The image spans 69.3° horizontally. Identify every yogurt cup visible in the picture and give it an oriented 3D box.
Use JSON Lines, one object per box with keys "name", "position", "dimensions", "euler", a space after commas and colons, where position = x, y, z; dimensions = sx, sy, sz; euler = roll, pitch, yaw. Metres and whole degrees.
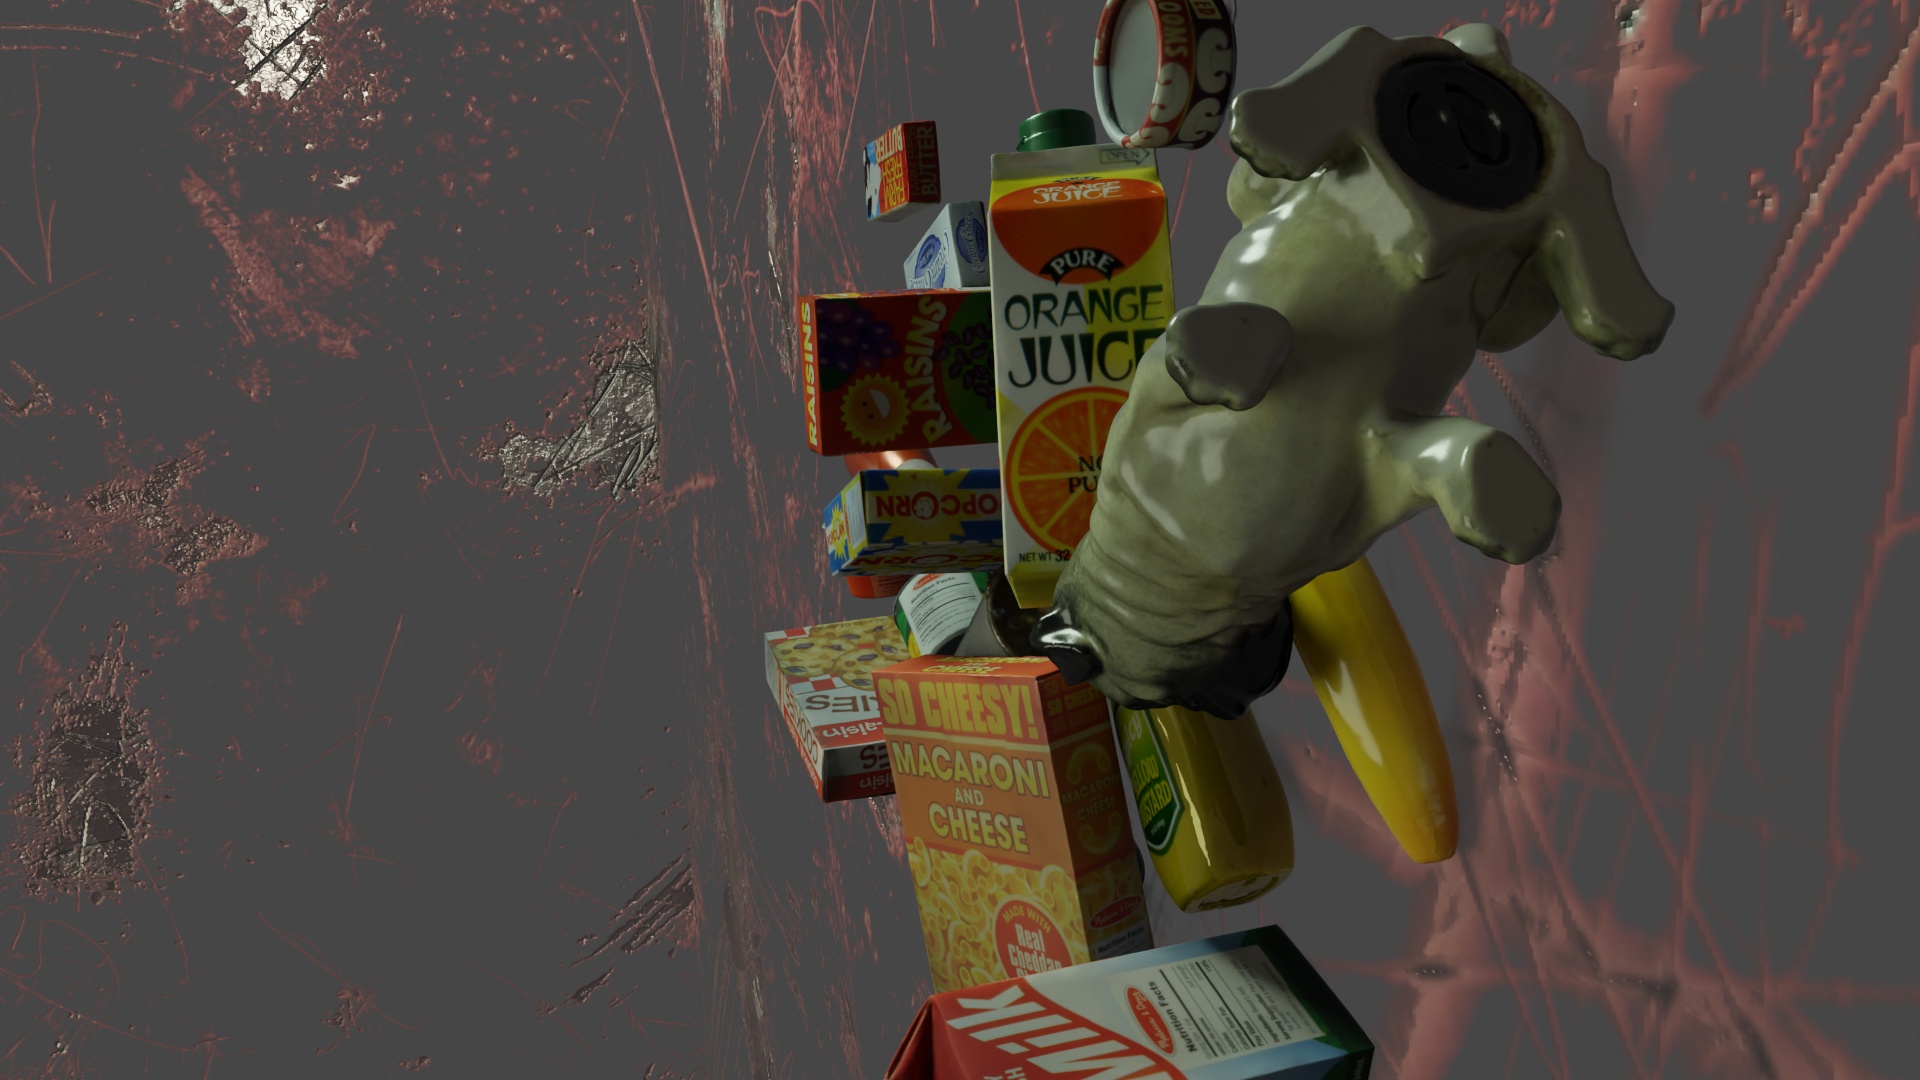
{"name": "yogurt cup", "position": [-0.055, 0.008, 0.984], "dimensions": [0.072, 0.072, 0.053], "euler": [-151, 50, -68]}

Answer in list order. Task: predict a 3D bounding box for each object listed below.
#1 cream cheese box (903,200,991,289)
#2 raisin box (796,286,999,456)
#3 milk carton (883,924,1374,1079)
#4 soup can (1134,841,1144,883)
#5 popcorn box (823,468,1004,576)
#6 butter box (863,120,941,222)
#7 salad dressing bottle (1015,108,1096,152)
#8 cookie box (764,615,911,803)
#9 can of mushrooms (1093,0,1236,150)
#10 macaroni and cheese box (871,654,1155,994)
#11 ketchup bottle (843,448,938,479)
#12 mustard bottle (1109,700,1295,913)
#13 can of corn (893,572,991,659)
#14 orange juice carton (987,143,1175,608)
{"name": "cream cheese box", "position": [-0.008, -0.163, 0.849], "dimensions": [0.103, 0.024, 0.053], "euler": [151, 111, -71]}
{"name": "raisin box", "position": [-0.023, -0.094, 0.755], "dimensions": [0.040, 0.123, 0.086], "euler": [-151, 57, -68]}
{"name": "milk carton", "position": [0.049, 0.210, 0.518], "dimensions": [0.074, 0.191, 0.072], "euler": [-128, 37, -59]}
{"name": "soup can", "position": [0.054, 0.188, 0.700], "dimensions": [0.071, 0.071, 0.083], "euler": [-116, 26, -46]}
{"name": "popcorn box", "position": [0.002, -0.009, 0.698], "dimensions": [0.085, 0.127, 0.038], "euler": [147, 120, -69]}
{"name": "butter box", "position": [-0.040, -0.244, 0.924], "dimensions": [0.103, 0.024, 0.053], "euler": [-163, 68, -71]}
{"name": "salad dressing bottle", "position": [0.053, -0.125, 0.647], "dimensions": [0.064, 0.044, 0.147], "euler": [145, 119, -76]}
{"name": "cookie box", "position": [-0.049, 0.103, 0.892], "dimensions": [0.168, 0.123, 0.040], "euler": [-133, 40, -61]}
{"name": "can of mushrooms", "position": [0.081, -0.192, 0.556], "dimensions": [0.071, 0.033, 0.071], "euler": [176, 89, -73]}
{"name": "macaroni and cheese box", "position": [0.024, 0.135, 0.624], "dimensions": [0.123, 0.040, 0.166], "euler": [-5, 97, 52]}
{"name": "ketchup bottle", "position": [-0.043, -0.049, 0.960], "dimensions": [0.149, 0.043, 0.064], "euler": [-135, 42, -63]}
{"name": "mustard bottle", "position": [0.090, 0.071, 0.581], "dimensions": [0.065, 0.049, 0.161], "euler": [110, 149, -55]}
{"name": "can of corn", "position": [0.001, 0.056, 0.825], "dimensions": [0.058, 0.071, 0.070], "euler": [-117, 28, -47]}
{"name": "orange juice carton", "position": [0.051, -0.073, 0.568], "dimensions": [0.073, 0.072, 0.193], "euler": [66, -159, -76]}
